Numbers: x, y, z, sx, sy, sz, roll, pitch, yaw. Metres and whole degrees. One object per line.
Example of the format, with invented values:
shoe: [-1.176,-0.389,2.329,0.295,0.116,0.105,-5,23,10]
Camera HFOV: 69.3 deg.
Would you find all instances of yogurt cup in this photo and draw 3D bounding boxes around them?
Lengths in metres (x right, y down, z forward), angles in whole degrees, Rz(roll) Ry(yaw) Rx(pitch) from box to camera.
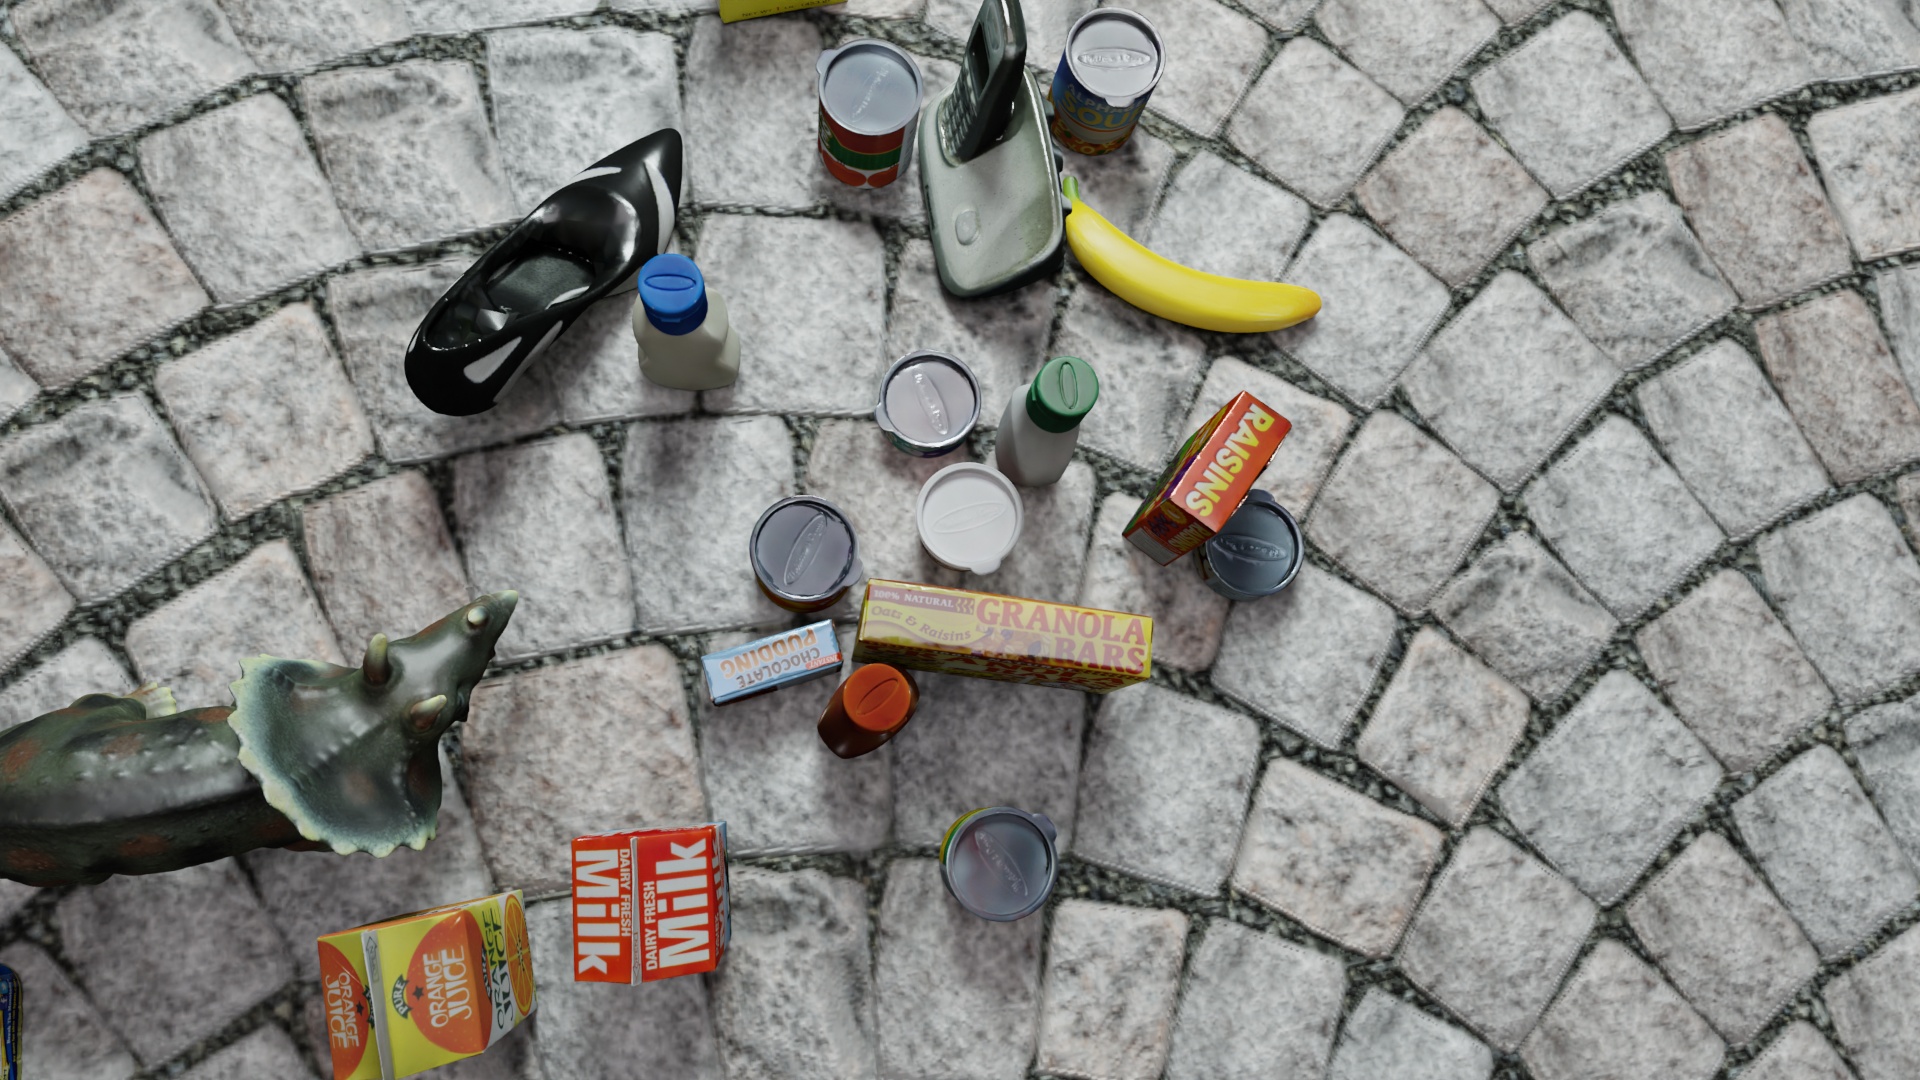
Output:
yogurt cup: [0.003,-0.011,0.883,0.072,0.054,0.072,1,79,-6]

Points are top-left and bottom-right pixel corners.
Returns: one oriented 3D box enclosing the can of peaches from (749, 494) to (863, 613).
can of peaches: [-0.095,0.011,0.865,0.071,0.058,0.071,1,79,-6]

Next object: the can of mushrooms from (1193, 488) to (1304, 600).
can of mushrooms: [0.189,0.004,0.912,0.071,0.033,0.071,1,79,-6]

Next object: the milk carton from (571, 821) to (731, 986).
milk carton: [-0.166,0.193,0.753,0.073,0.190,0.072,-3,80,-7]

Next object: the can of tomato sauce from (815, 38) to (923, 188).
can of tomato sauce: [-0.063,-0.279,0.912,0.071,0.083,0.071,1,79,-6]

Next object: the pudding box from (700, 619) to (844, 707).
pudding box: [-0.115,0.076,0.854,0.084,0.049,0.030,-16,82,-9]

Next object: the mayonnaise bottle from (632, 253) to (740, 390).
mayonnaise bottle: [-0.168,-0.129,0.838,0.065,0.148,0.041,1,79,-6]

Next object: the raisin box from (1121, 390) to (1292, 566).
raisin box: [0.152,-0.036,0.869,0.040,0.123,0.086,37,78,1]

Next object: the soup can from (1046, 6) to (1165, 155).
soup can: [0.096,-0.305,0.936,0.071,0.083,0.071,1,79,-6]

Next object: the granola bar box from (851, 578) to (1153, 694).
granola bar box: [0.021,0.059,0.835,0.166,0.124,0.039,8,79,-5]

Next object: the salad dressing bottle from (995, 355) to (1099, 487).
salad dressing bottle: [0.052,-0.073,0.853,0.044,0.147,0.064,-4,80,-7]

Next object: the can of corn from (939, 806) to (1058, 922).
can of corn: [0.024,0.193,0.843,0.071,0.058,0.071,1,79,-6]

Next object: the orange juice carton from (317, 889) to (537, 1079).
orange juice carton: [-0.280,0.232,0.731,0.073,0.192,0.072,-10,81,-8]

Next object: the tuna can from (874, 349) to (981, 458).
tuna can: [-0.023,-0.087,0.905,0.071,0.032,0.071,1,79,-6]

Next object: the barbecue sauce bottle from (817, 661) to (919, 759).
barbecue sauce bottle: [-0.052,0.097,0.807,0.065,0.148,0.043,-39,86,-12]
